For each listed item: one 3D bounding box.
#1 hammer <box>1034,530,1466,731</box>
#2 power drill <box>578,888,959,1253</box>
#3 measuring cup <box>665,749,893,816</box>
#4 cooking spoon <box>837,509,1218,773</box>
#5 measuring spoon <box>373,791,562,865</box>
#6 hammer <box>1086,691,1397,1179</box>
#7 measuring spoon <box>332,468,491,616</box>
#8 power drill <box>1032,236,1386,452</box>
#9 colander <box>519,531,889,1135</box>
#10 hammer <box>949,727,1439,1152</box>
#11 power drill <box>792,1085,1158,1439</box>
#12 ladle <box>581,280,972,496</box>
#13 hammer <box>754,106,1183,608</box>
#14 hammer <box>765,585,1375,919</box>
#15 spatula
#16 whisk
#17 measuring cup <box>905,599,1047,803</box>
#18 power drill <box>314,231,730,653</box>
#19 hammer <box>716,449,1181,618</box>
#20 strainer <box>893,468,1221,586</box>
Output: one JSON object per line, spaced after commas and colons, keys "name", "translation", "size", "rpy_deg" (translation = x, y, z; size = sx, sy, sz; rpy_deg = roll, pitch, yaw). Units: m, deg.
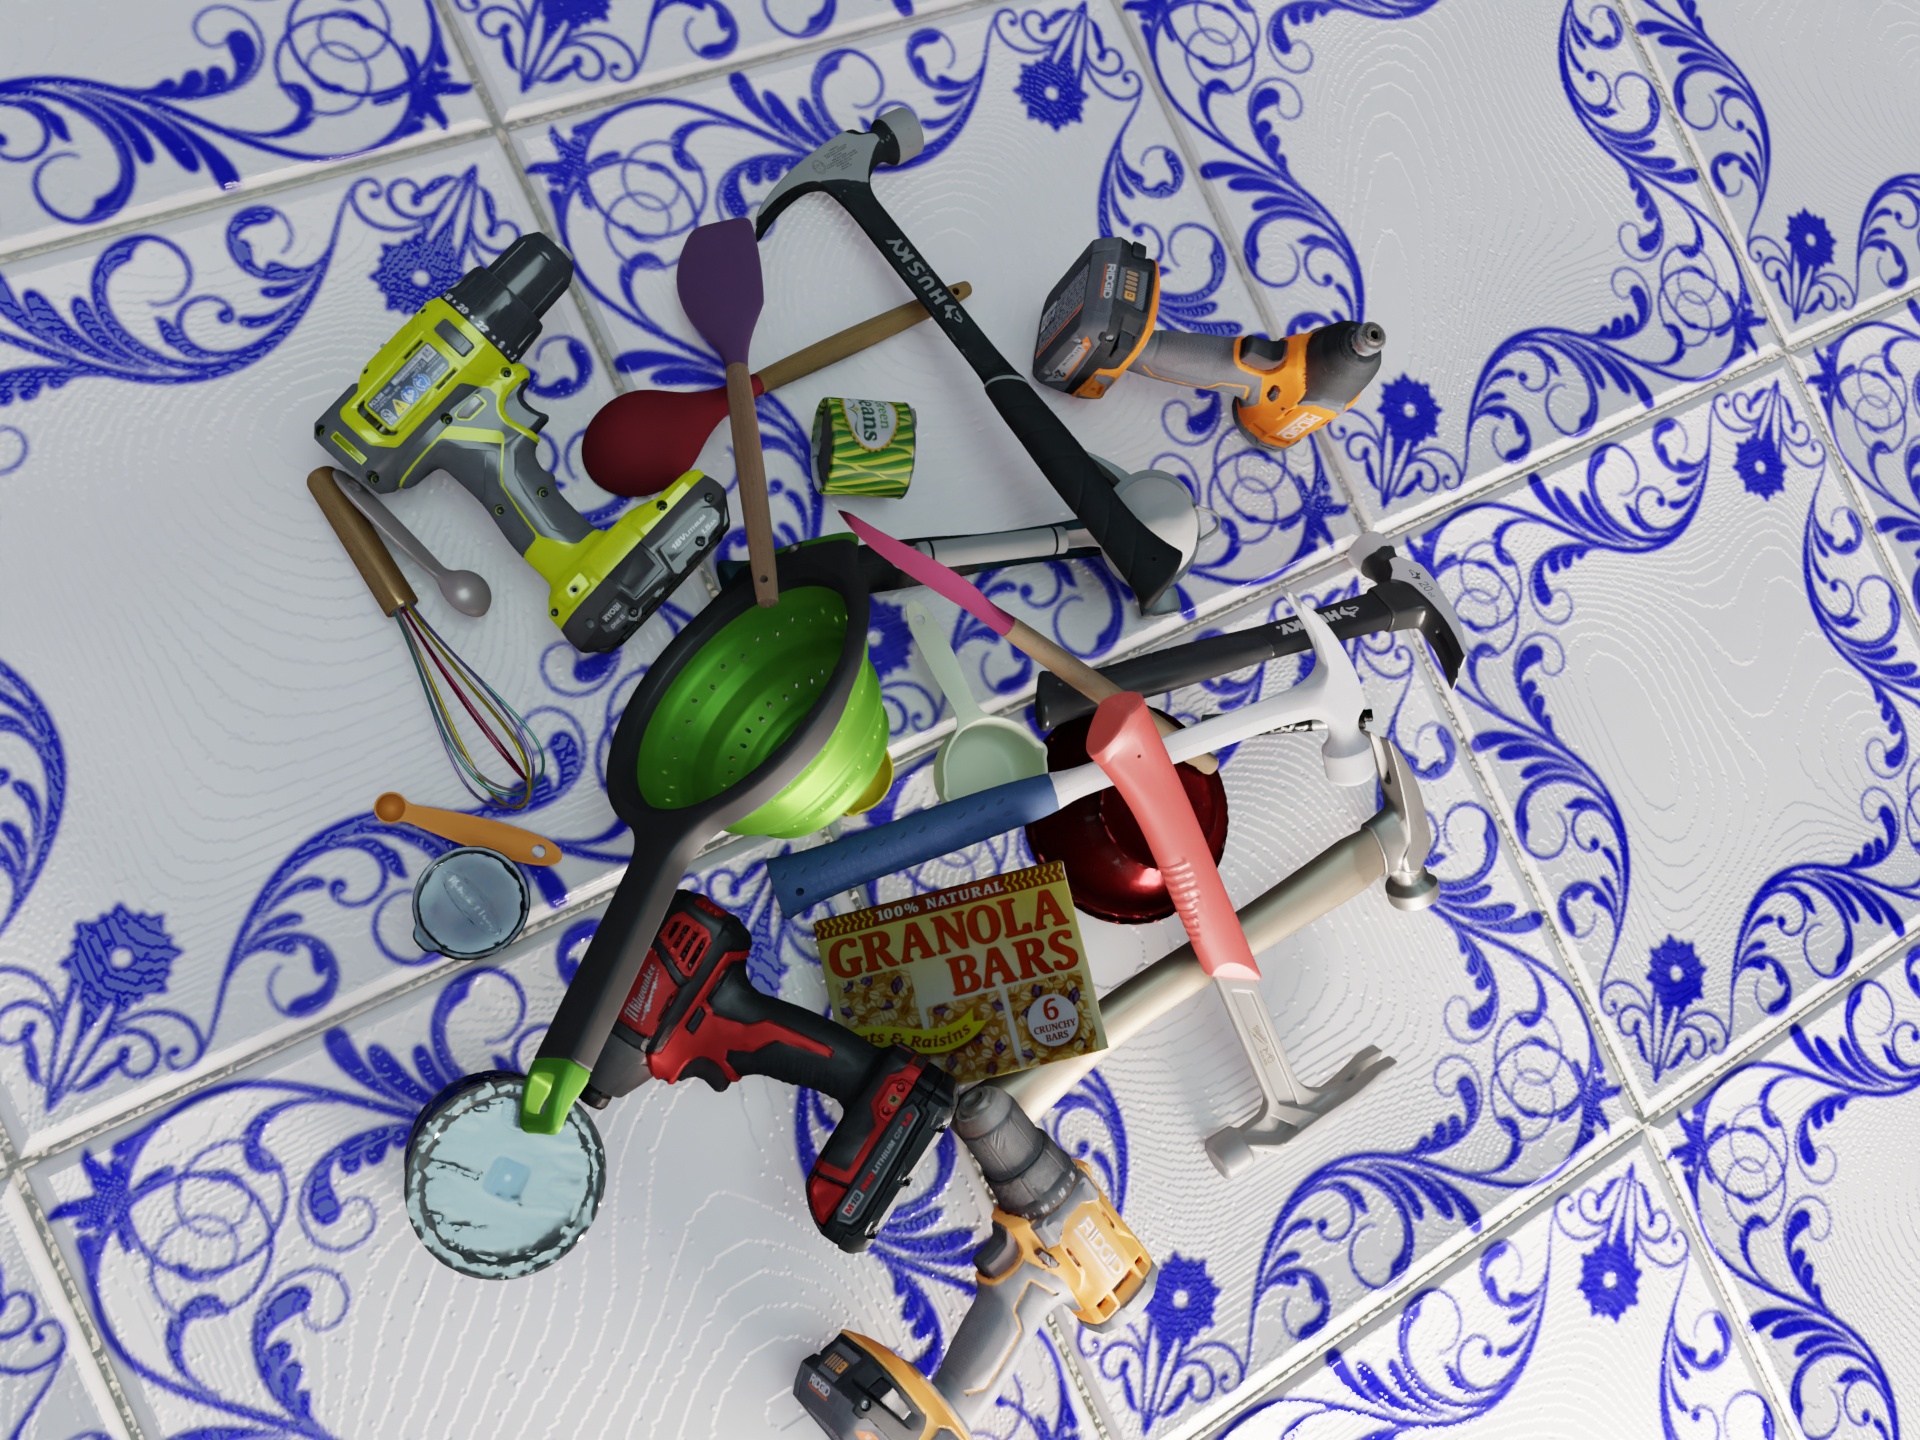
{"name": "hammer", "translation": [0.204, -0.048, 1.139], "size": [0.334, 0.035, 0.146], "rpy_deg": [-16, 49, -18]}
{"name": "power drill", "translation": [-0.122, 0.217, 0.964], "size": [0.220, 0.078, 0.143], "rpy_deg": [33, 88, 6]}
{"name": "measuring cup", "translation": [-0.123, 0.037, 1.051], "size": [0.156, 0.029, 0.062], "rpy_deg": [-2, 77, -8]}
{"name": "cooking spoon", "translation": [0.050, -0.048, 1.037], "size": [0.318, 0.069, 0.017], "rpy_deg": [33, 89, -22]}
{"name": "measuring spoon", "translation": [-0.304, 0.069, 0.986], "size": [0.116, 0.011, 0.021], "rpy_deg": [19, 73, -19]}
{"name": "hammer", "translation": [0.176, 0.134, 1.052], "size": [0.149, 0.037, 0.358], "rpy_deg": [-30, 113, -13]}
{"name": "measuring spoon", "translation": [-0.338, -0.114, 0.987], "size": [0.018, 0.034, 0.124], "rpy_deg": [-39, 104, 23]}
{"name": "power drill", "translation": [0.183, -0.267, 1.137], "size": [0.226, 0.164, 0.084], "rpy_deg": [13, 77, -15]}
{"name": "colander", "translation": [-0.136, 0.070, 0.932], "size": [0.094, 0.204, 0.397], "rpy_deg": [45, 51, -35]}
{"name": "hammer", "translation": [0.162, 0.160, 1.096], "size": [0.410, 0.038, 0.146], "rpy_deg": [-30, 116, -19]}
{"name": "power drill", "translation": [0.003, 0.357, 0.988], "size": [0.226, 0.084, 0.185], "rpy_deg": [-42, 109, -24]}
{"name": "ladle", "translation": [-0.118, -0.241, 1.100], "size": [0.315, 0.031, 0.069], "rpy_deg": [-31, 92, -23]}
{"name": "hammer", "translation": [0.016, -0.244, 1.097], "size": [0.149, 0.036, 0.409], "rpy_deg": [-33, 79, -19]}
{"name": "hammer", "translation": [0.069, 0.037, 1.036], "size": [0.405, 0.035, 0.144], "rpy_deg": [-19, 115, -3]}
{"name": "spatula", "translation": [-0.145, -0.208, 1.034], "size": [0.060, 0.018, 0.316], "rpy_deg": [-13, 63, 2]}
{"name": "whisk", "translation": [-0.330, -0.053, 0.981], "size": [0.051, 0.047, 0.245], "rpy_deg": [-31, 88, -21]}
{"name": "measuring cup", "translation": [-0.002, -0.003, 1.089], "size": [0.083, 0.038, 0.167], "rpy_deg": [-26, 89, -22]}
{"name": "power drill", "translation": [-0.255, -0.172, 0.994], "size": [0.228, 0.080, 0.190], "rpy_deg": [43, 85, -7]}
{"name": "hammer", "translation": [-0.005, -0.113, 1.111], "size": [0.331, 0.033, 0.128], "rpy_deg": [-10, 84, -21]}
{"name": "strainer", "translation": [0.076, -0.125, 1.104], "size": [0.258, 0.050, 0.087], "rpy_deg": [-9, 99, -17]}
